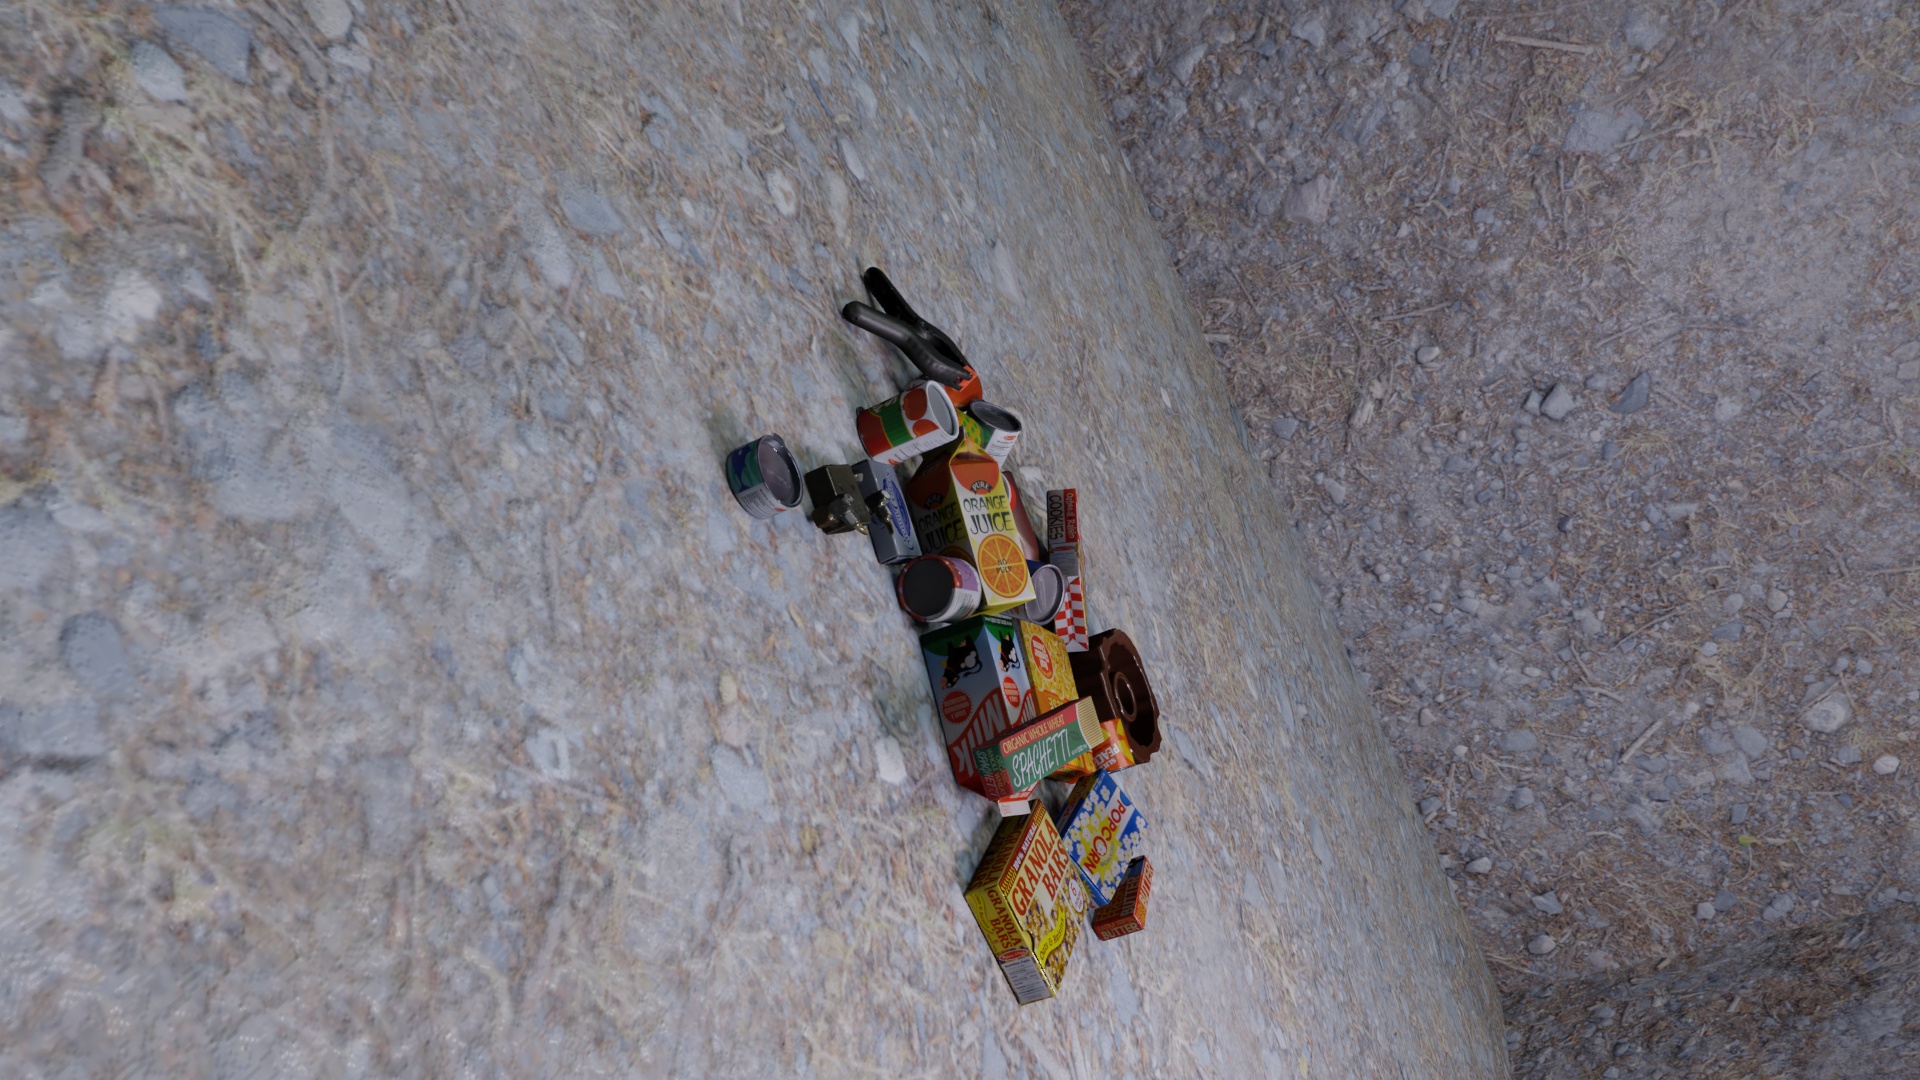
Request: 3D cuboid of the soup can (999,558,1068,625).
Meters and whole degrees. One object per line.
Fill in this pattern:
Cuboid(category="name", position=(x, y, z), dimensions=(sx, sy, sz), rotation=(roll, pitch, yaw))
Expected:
Cuboid(category="soup can", position=(0.062, 0.050, 1.497), dimensions=(0.071, 0.084, 0.071), rotation=(-13, 109, -44))

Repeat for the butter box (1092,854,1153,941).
Cuboid(category="butter box", position=(0.178, 0.390, 1.515), dimensions=(0.024, 0.053, 0.104), rotation=(59, 24, -16))

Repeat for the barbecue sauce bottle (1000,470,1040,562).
Cuboid(category="barbecue sauce bottle", position=(0.062, -0.007, 1.633), dimensions=(0.065, 0.043, 0.148), rotation=(-13, 82, -67))

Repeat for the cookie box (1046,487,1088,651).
Cuboid(category="cookie box", position=(0.130, 0.034, 1.695), dimensions=(0.168, 0.040, 0.122), rotation=(-87, 169, -50))

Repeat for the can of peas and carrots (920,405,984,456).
Cuboid(category="can of peas and carrots", position=(-0.016, -0.116, 1.526), dimensions=(0.058, 0.071, 0.071), rotation=(30, 43, -56))

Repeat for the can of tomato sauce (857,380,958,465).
Cuboid(category="can of tomato sauce", position=(-0.054, -0.120, 1.422), dimensions=(0.071, 0.083, 0.071), rotation=(49, 28, -39))

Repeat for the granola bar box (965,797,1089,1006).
Cuboid(category="granola bar box", position=(0.068, 0.342, 1.330), dimensions=(0.124, 0.039, 0.166), rotation=(64, 22, -9))

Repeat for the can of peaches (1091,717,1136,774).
Cuboid(category="can of peaches", position=(0.161, 0.241, 1.596), dimensions=(0.071, 0.071, 0.058), rotation=(11, 60, -64))

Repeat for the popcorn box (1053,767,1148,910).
Cuboid(category="popcorn box", position=(0.141, 0.314, 1.464), dimensions=(0.085, 0.038, 0.127), rotation=(51, 41, -9))

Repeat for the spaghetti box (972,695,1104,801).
Cuboid(category="spaghetti box", position=(0.078, 0.193, 1.309), dimensions=(0.250, 0.028, 0.050), rotation=(-8, 80, -66))

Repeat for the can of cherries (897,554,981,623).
Cuboid(category="can of cherries", position=(-0.023, 0.046, 1.366), dimensions=(0.058, 0.071, 0.071), rotation=(10, 60, -63))

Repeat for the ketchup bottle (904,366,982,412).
Cuboid(category="ketchup bottle", position=(-0.021, -0.174, 1.599), dimensions=(0.064, 0.043, 0.149), rotation=(64, 22, -1))

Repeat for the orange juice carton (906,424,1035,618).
Cuboid(category="orange juice carton", position=(0.005, -0.018, 1.440), dimensions=(0.073, 0.071, 0.193), rotation=(-7, 77, -44))

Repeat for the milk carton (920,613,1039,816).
Cuboid(category="milk carton", position=(0.029, 0.174, 1.352), dimensions=(0.072, 0.073, 0.191), rotation=(16, 55, -62))

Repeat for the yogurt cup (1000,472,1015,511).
Cuboid(category="yogurt cup", position=(0.030, -0.049, 1.575), dimensions=(0.054, 0.072, 0.072), rotation=(14, 56, -73))

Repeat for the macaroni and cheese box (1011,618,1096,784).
Cuboid(category="macaroni and cheese box", position=(0.092, 0.179, 1.534), dimensions=(0.123, 0.040, 0.167), rotation=(30, 43, -57))

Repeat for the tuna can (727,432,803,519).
Cuboid(category="tuna can", position=(-0.165, -0.055, 1.175), dimensions=(0.071, 0.033, 0.071), rotation=(49, 29, -39))

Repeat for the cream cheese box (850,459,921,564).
Cuboid(category="cream cheese box", position=(-0.073, -0.028, 1.371), dimensions=(0.053, 0.024, 0.104), rotation=(5, 65, -65))

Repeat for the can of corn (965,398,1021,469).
Cuboid(category="can of corn", position=(0.028, -0.122, 1.611), dimensions=(0.071, 0.058, 0.071), rotation=(22, 26, -11))
